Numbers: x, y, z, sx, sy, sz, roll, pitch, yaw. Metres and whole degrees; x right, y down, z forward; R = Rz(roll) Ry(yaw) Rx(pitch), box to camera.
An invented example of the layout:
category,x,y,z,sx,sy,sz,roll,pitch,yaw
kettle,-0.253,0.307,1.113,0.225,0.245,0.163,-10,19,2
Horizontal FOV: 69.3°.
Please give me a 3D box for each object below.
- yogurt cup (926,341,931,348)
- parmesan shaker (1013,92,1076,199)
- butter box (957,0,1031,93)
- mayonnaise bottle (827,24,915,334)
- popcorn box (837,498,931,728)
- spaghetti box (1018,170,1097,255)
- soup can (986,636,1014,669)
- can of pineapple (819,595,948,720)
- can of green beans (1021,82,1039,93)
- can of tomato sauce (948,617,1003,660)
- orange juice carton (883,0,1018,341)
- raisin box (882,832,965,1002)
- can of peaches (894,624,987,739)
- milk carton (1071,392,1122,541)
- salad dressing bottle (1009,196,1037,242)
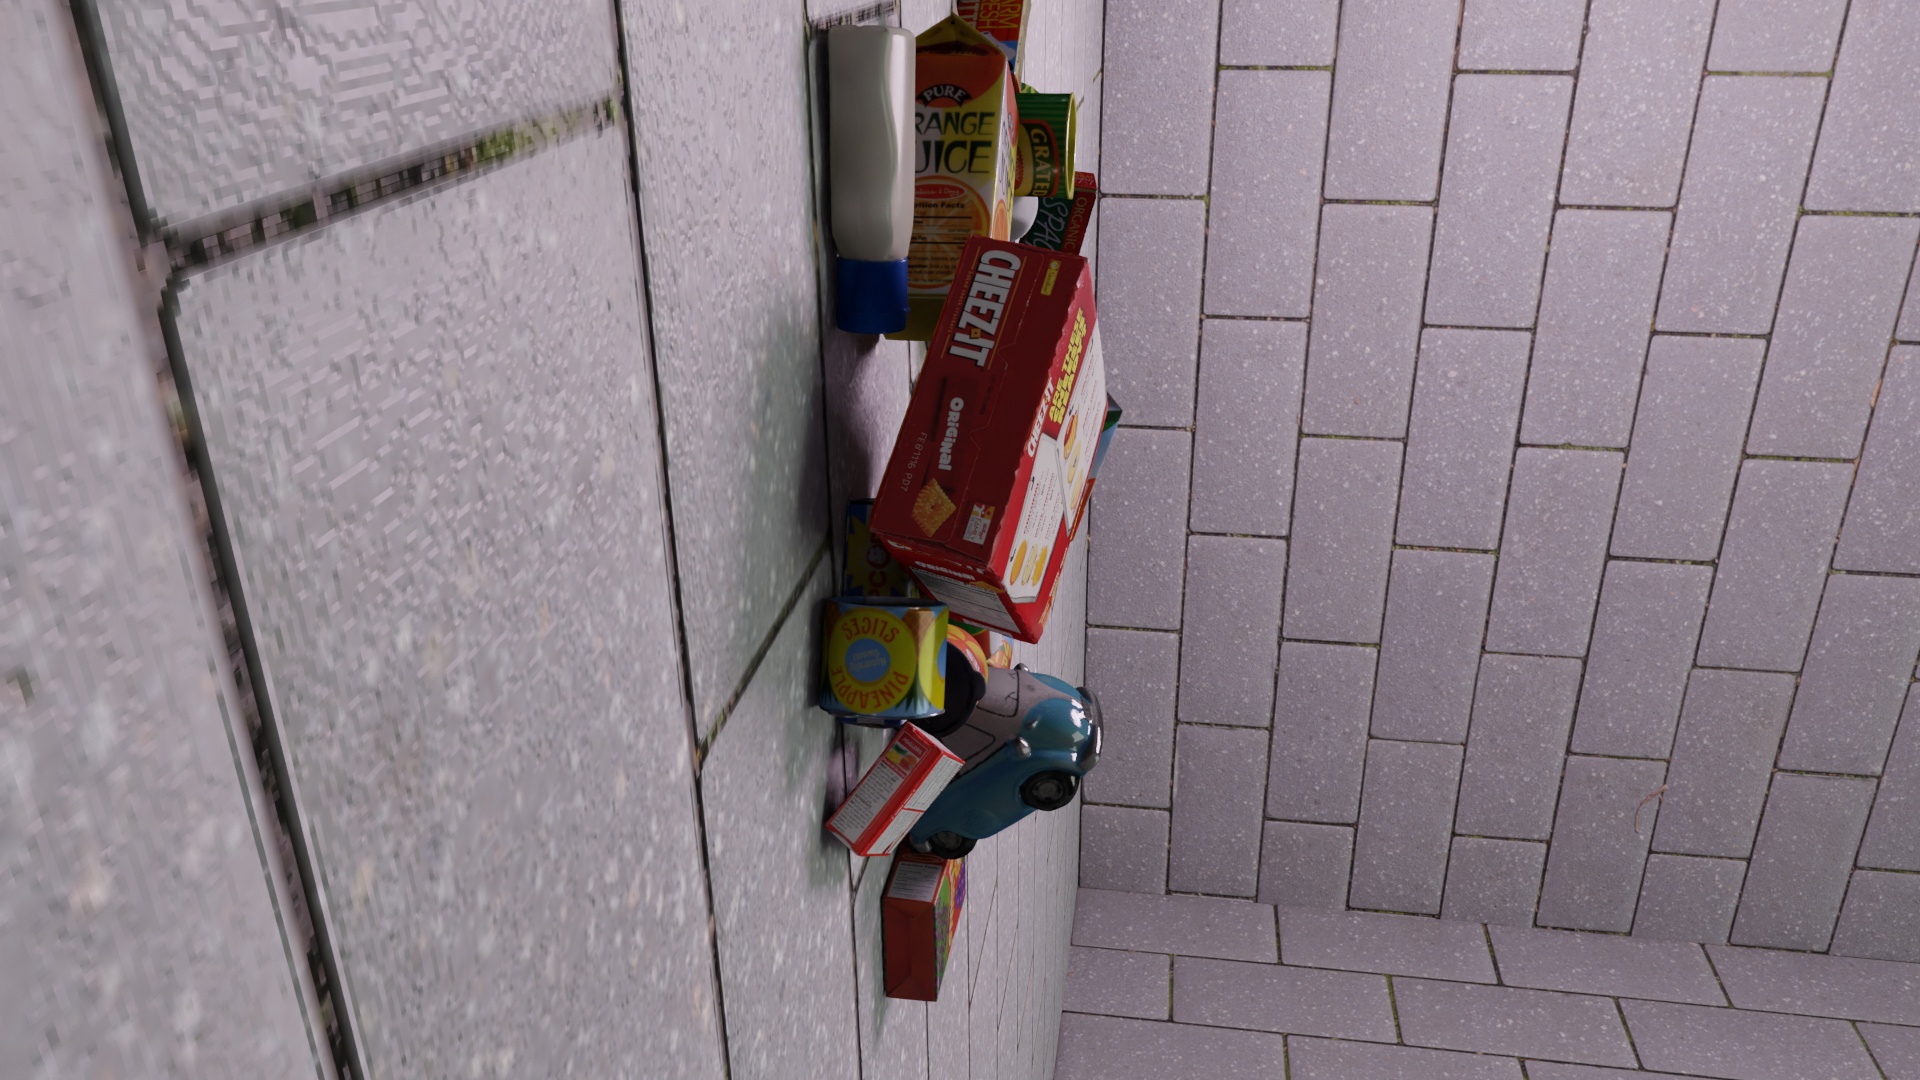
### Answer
category,x,y,z,sx,sy,sz,roll,pitch,yaw
yogurt cup,0.006,-0.165,1.000,0.072,0.054,0.072,0,92,-81
parmesan shaker,0.021,-0.253,0.897,0.071,0.103,0.071,0,92,-81
butter box,0.022,-0.372,1.031,0.024,0.053,0.104,74,20,-58
mayonnaise bottle,-0.045,-0.180,0.699,0.065,0.041,0.147,-58,151,-70
popcorn box,-0.041,0.039,0.805,0.085,0.038,0.126,-8,101,-80
spaghetti box,0.065,-0.209,1.195,0.248,0.050,0.029,104,-12,-47
soup can,0.010,0.076,1.061,0.071,0.071,0.084,83,13,-49
can of pineapple,-0.040,0.060,0.726,0.071,0.071,0.058,-11,104,-81
can of green beans,0.037,-0.324,1.107,0.058,0.071,0.071,-79,168,-46
can of tomato sauce,-0.007,0.036,0.953,0.071,0.071,0.082,-76,166,-53
orange juice carton,-0.008,-0.219,0.817,0.071,0.073,0.193,58,35,-74
raisin box,-0.025,0.255,0.996,0.124,0.040,0.085,-66,156,-65
can of peaches,-0.016,0.089,0.886,0.058,0.071,0.071,-30,123,-81
milk carton,0.069,-0.058,1.225,0.072,0.073,0.189,58,-37,39
salad dressing bottle,0.027,-0.256,1.102,0.147,0.064,0.044,93,13,-84
